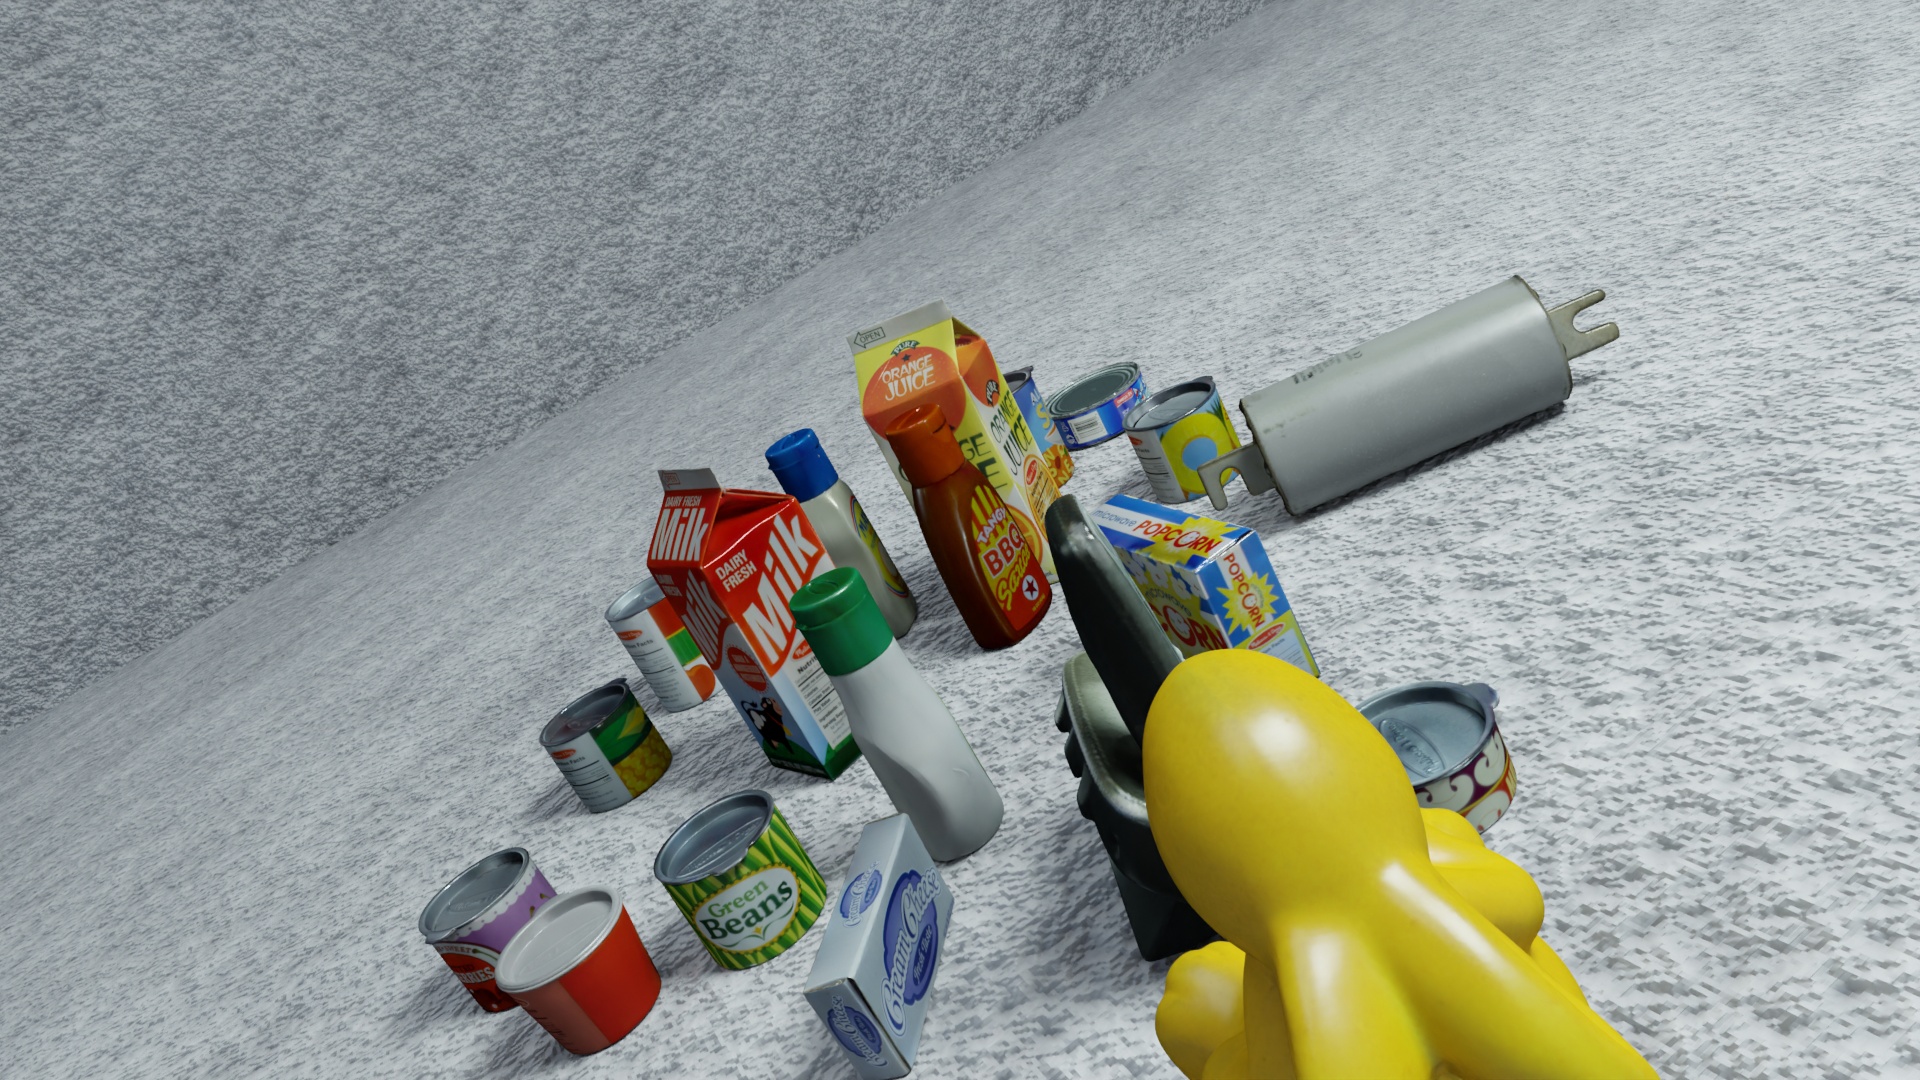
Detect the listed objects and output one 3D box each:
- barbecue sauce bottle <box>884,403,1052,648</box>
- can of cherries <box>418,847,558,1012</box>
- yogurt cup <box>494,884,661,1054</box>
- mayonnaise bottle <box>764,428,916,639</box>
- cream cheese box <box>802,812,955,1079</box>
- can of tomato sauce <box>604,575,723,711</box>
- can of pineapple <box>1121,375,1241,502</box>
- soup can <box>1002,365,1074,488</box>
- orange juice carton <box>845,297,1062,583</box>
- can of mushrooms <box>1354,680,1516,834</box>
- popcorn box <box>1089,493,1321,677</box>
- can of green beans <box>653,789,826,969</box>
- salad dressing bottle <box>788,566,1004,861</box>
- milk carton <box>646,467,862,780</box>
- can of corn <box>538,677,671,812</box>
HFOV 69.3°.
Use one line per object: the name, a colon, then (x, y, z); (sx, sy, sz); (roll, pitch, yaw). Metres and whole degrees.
barbecue sauce bottle: (0.003, -0.010, 0.836); (0.043, 0.148, 0.065); (-12, 25, 38)
can of cherries: (-0.249, 0.212, 0.751); (0.071, 0.058, 0.072); (-24, 20, 10)
yogurt cup: (-0.182, 0.210, 0.675); (0.072, 0.053, 0.073); (-24, 20, 10)
mayonnaise bottle: (-0.079, -0.003, 0.924); (0.041, 0.147, 0.065); (-24, 20, 11)
cream cheese box: (-0.031, 0.169, 0.585); (0.024, 0.053, 0.104); (-20, 21, 20)
can of tomato sauce: (-0.204, 0.070, 1.001); (0.071, 0.083, 0.071); (-24, 20, 10)
can of pineapple: (0.150, -0.066, 0.916); (0.071, 0.057, 0.071); (-24, 20, 10)
soup can: (0.042, -0.078, 1.043); (0.071, 0.083, 0.071); (-24, 20, 10)
orange juice carton: (0.001, -0.060, 0.894); (0.071, 0.192, 0.073); (-20, 21, 22)
can of mushrooms: (0.181, 0.086, 0.541); (0.071, 0.033, 0.071); (-24, 20, 10)
popcorn box: (0.113, 0.028, 0.694); (0.038, 0.085, 0.127); (-33, 21, -15)
can of green beans: (-0.107, 0.166, 0.681); (0.071, 0.057, 0.071); (-24, 20, 10)
salad dressing bottle: (-0.031, 0.082, 0.656); (0.044, 0.147, 0.064); (-37, 22, -24)
milk carton: (-0.112, 0.039, 0.803); (0.074, 0.190, 0.072); (-40, 23, -30)
can of corn: (-0.231, 0.134, 0.915); (0.071, 0.058, 0.071); (-24, 20, 10)
